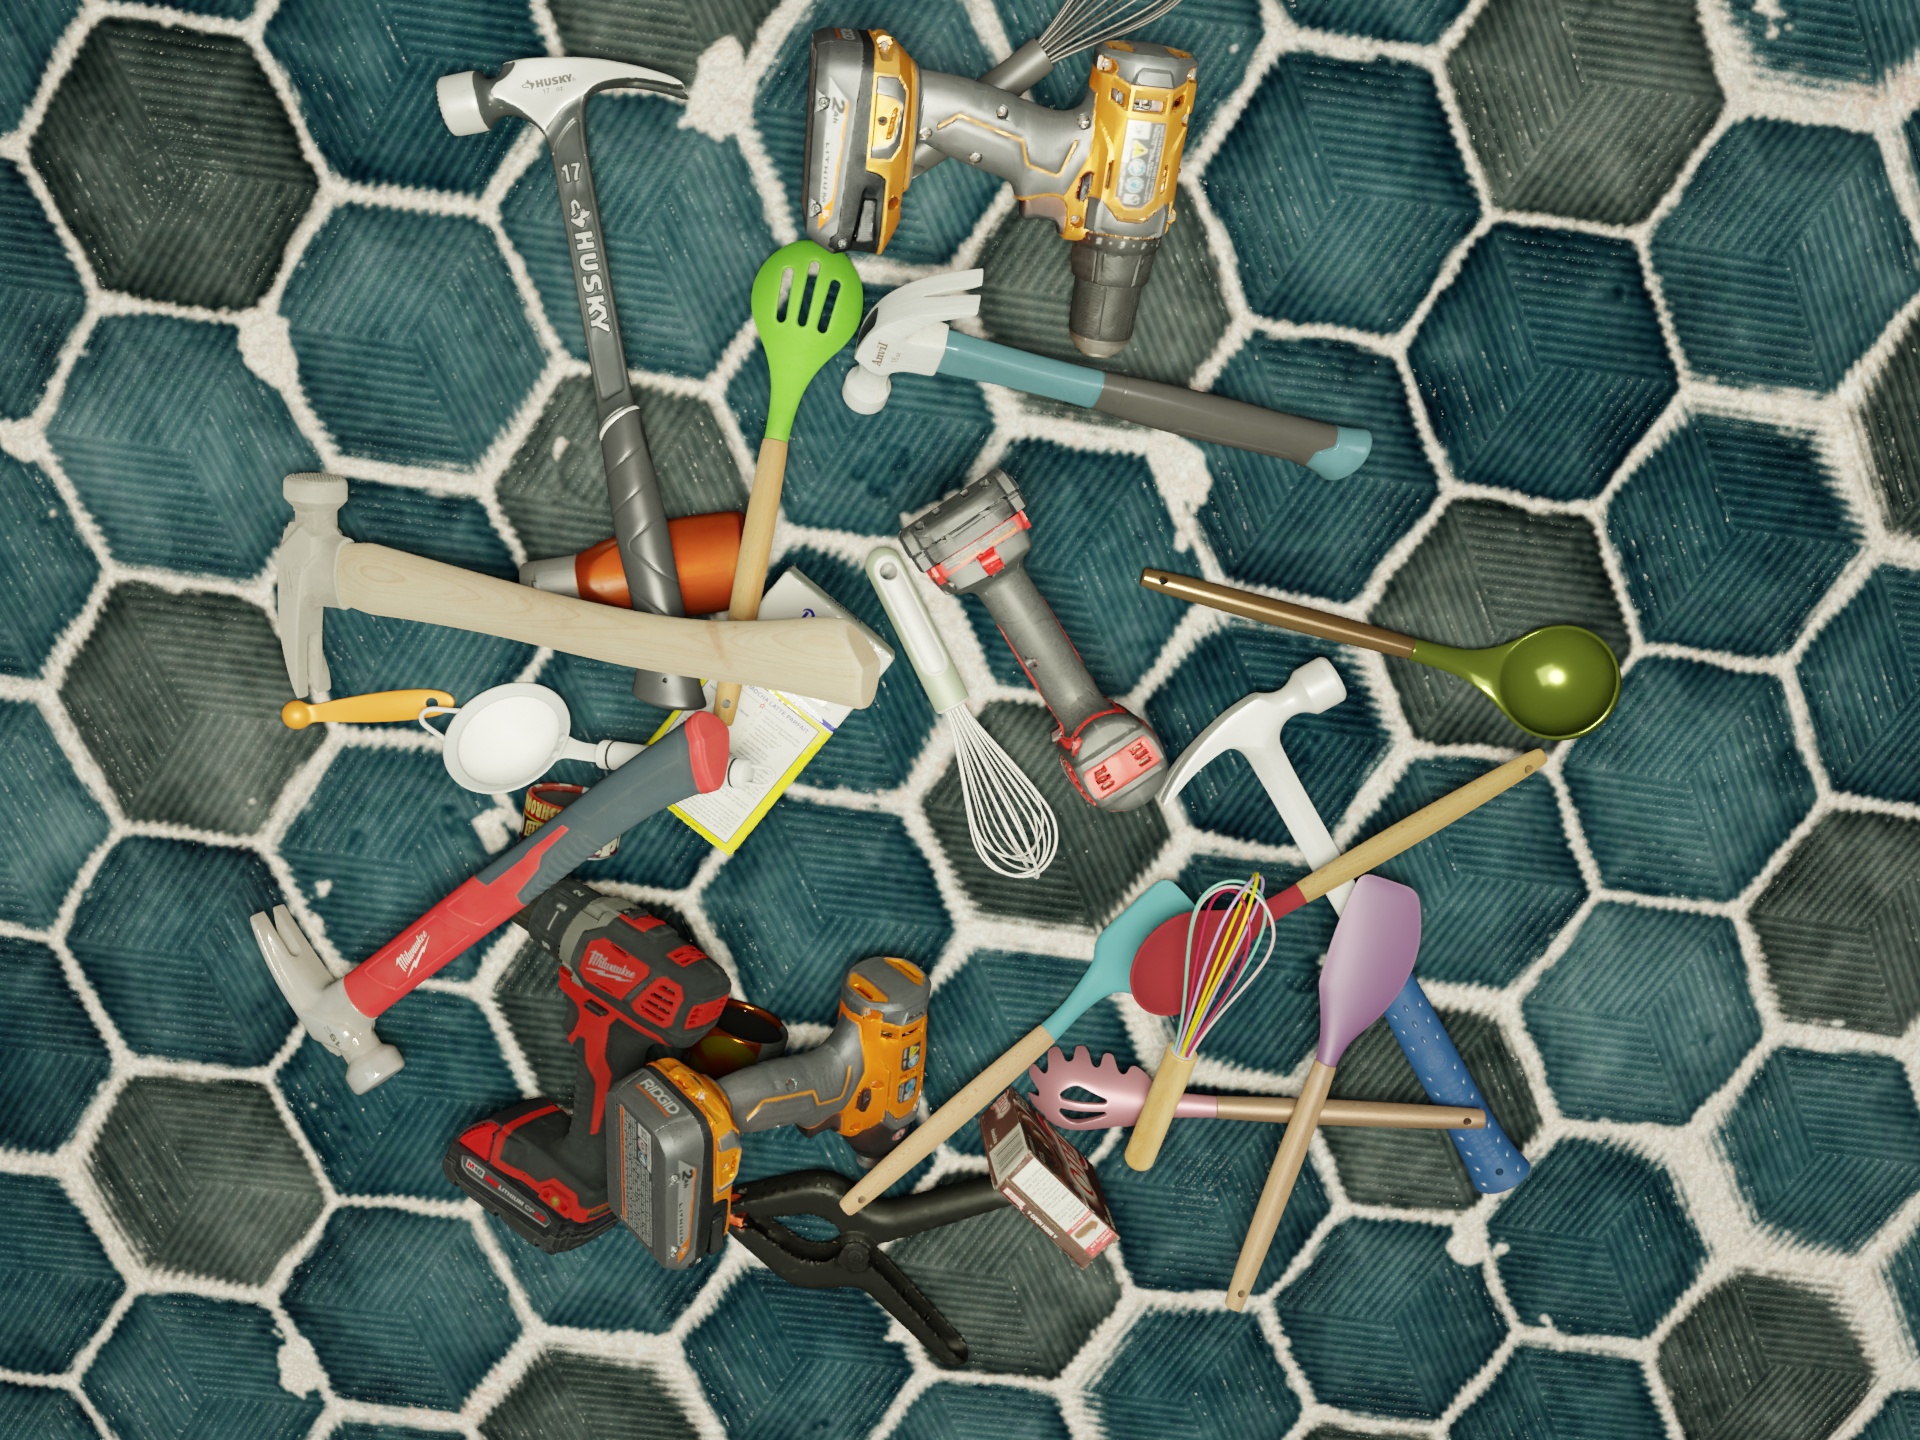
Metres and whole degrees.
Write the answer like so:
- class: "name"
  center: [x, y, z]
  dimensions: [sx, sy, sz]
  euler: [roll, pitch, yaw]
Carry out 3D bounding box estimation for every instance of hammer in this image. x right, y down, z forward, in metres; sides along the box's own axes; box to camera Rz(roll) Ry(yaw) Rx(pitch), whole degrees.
- class: "hammer"
  center: [0.283, 0.162, 1.106]
  dimensions: [0.144, 0.035, 0.405]
  euler: [-30, 101, 5]
- class: "hammer"
  center: [0.098, -0.204, 0.999]
  dimensions: [0.331, 0.128, 0.033]
  euler: [12, 64, -11]
- class: "hammer"
  center: [-0.211, -0.206, 0.989]
  dimensions: [0.149, 0.036, 0.409]
  euler: [-10, 95, 1]
- class: "hammer"
  center: [-0.245, -0.051, 0.981]
  dimensions: [0.411, 0.038, 0.146]
  euler: [12, 106, 17]
- class: "hammer"
  center: [-0.301, 0.094, 1.019]
  dimensions: [0.386, 0.038, 0.143]
  euler: [-35, 88, 23]

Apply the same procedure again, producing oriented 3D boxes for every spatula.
- class: "spatula"
  center: [0.243, 0.258, 1.086]
  dimensions: [0.059, 0.018, 0.316]
  euler: [20, 95, -4]
- class: "spatula"
  center: [0.043, 0.235, 1.096]
  dimensions: [0.317, 0.044, 0.082]
  euler: [-40, 104, -6]

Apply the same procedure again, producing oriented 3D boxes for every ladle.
- class: "ladle"
  center: [0.275, -0.056, 1.048]
  dimensions: [0.320, 0.062, 0.078]
  euler: [15, 84, -1]
- class: "ladle"
  center: [0.250, 0.102, 1.060]
  dimensions: [0.315, 0.031, 0.069]
  euler: [-30, 113, 3]

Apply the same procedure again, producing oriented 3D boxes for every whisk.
- class: "whisk"
  center: [0.151, 0.203, 1.046]
  dimensions: [0.051, 0.047, 0.244]
  euler: [7, 117, -20]
- class: "whisk"
  center: [0.049, -0.407, 0.971]
  dimensions: [0.239, 0.055, 0.055]
  euler: [-35, 101, 10]
- class: "whisk"
  center: [-0.002, -0.003, 1.060]
  dimensions: [0.058, 0.059, 0.246]
  euler: [-27, 97, -7]

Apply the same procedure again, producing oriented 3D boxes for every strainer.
- class: "strainer"
  center: [-0.234, 0.024, 1.030]
  dimensions: [0.258, 0.050, 0.087]
  euler: [7, 59, 21]

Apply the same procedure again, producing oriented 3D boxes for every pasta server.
- class: "pasta server"
  center: [0.206, 0.269, 1.116]
  dimensions: [0.316, 0.040, 0.060]
  euler: [2, 103, 2]

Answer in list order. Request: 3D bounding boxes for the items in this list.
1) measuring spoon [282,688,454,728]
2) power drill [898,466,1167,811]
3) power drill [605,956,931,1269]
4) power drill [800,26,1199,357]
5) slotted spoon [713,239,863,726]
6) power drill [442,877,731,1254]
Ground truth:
- class: "measuring spoon"
  center: [-0.399, -0.007, 1.069]
  dimensions: [0.117, 0.011, 0.021]
  euler: [-5, 103, 0]
- class: "power drill"
  center: [0.051, -0.046, 1.009]
  dimensions: [0.078, 0.143, 0.219]
  euler: [-33, 95, 2]
- class: "power drill"
  center: [-0.117, 0.265, 1.049]
  dimensions: [0.226, 0.084, 0.164]
  euler: [-20, 126, -39]
- class: "power drill"
  center: [0.020, -0.316, 0.956]
  dimensions: [0.226, 0.084, 0.185]
  euler: [2, 122, -10]
- class: "slotted spoon"
  center: [-0.119, -0.150, 1.002]
  dimensions: [0.070, 0.031, 0.314]
  euler: [11, 91, -7]
- class: "power drill"
  center: [-0.270, 0.218, 1.075]
  dimensions: [0.188, 0.080, 0.226]
  euler: [28, 104, 20]
